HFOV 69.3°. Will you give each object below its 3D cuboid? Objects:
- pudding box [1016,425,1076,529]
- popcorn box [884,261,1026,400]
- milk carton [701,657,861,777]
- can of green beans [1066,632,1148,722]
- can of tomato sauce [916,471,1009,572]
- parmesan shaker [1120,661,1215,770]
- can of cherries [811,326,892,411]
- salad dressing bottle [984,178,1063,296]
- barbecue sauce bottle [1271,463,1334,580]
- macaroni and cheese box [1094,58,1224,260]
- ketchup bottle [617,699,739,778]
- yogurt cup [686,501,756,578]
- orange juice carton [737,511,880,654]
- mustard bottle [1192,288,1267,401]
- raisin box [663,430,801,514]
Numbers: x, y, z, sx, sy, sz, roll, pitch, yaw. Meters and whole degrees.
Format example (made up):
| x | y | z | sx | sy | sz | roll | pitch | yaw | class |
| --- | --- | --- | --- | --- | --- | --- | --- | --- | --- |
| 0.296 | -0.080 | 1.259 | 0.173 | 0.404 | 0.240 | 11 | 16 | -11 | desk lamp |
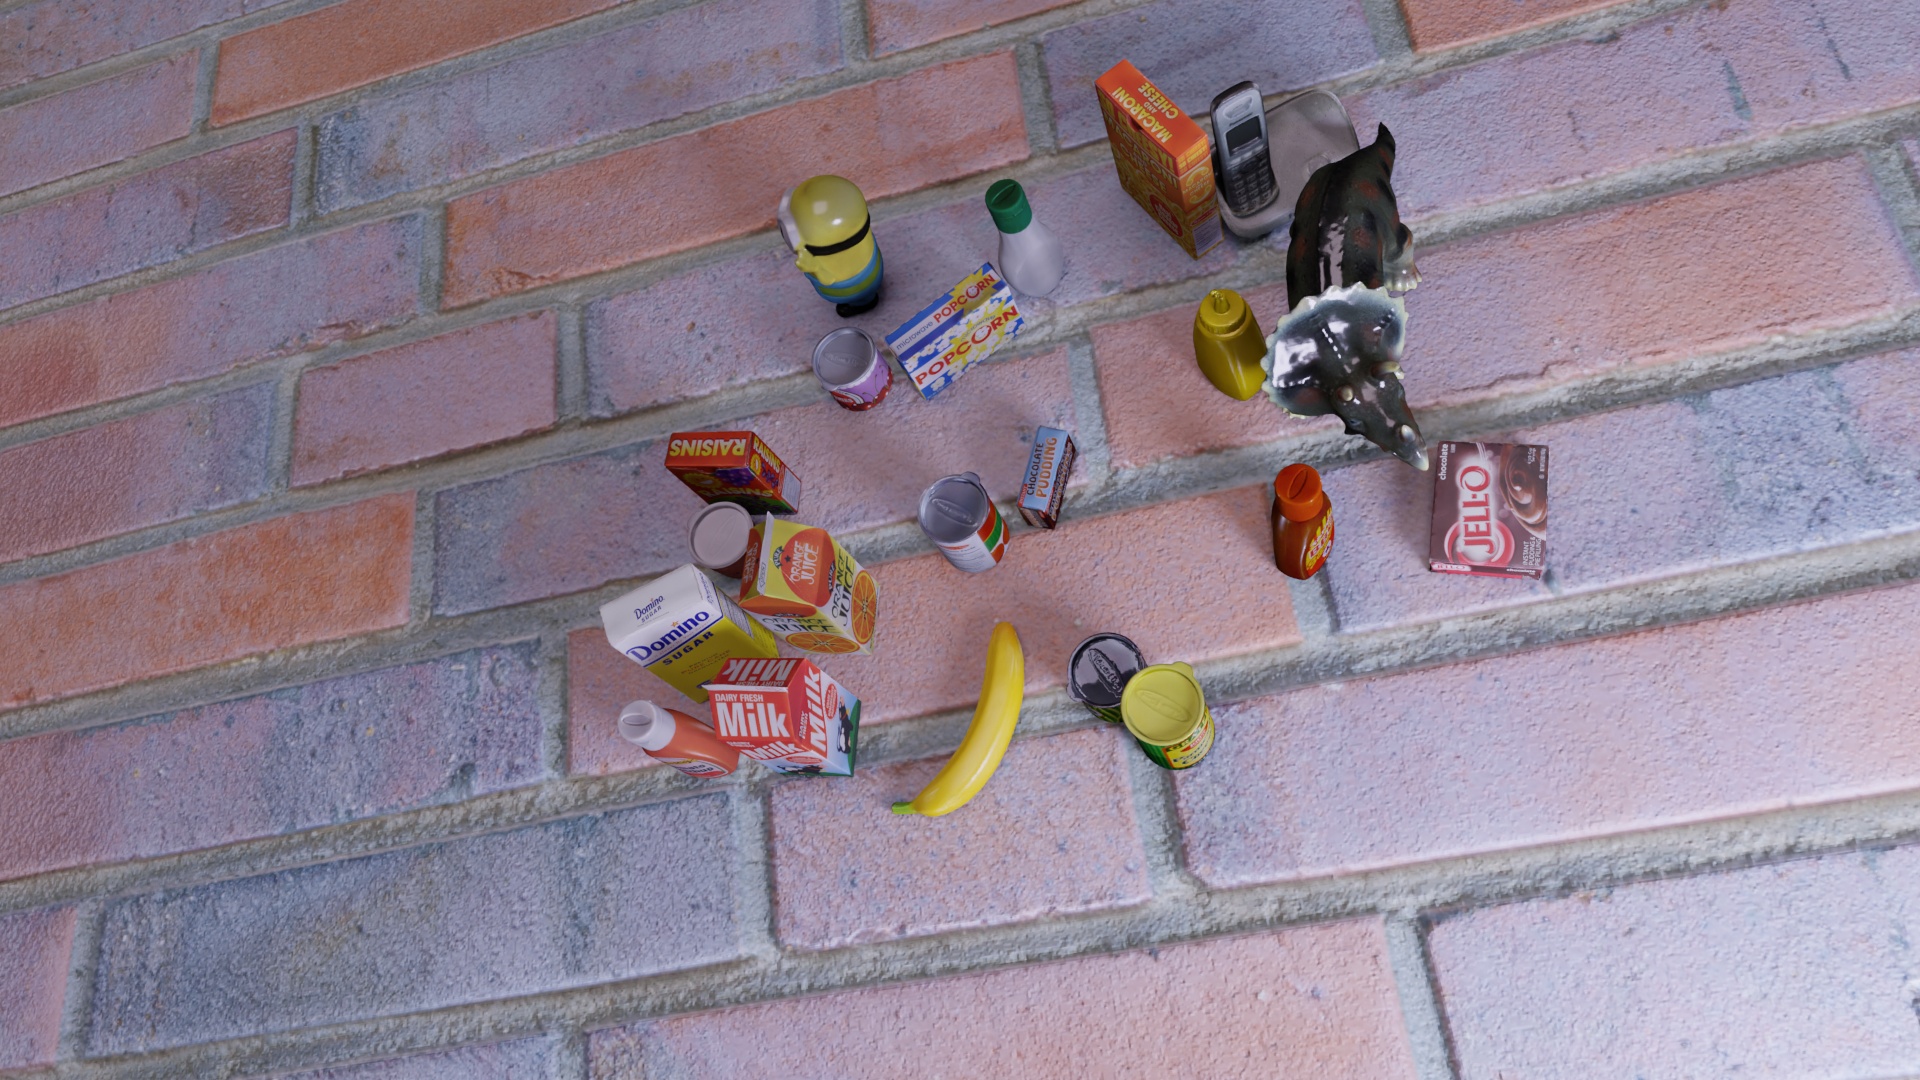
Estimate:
| x | y | z | sx | sy | sz | roll | pitch | yaw | class |
| --- | --- | --- | --- | --- | --- | --- | --- | --- | --- |
| 0.079 | -0.058 | 1.283 | 0.030 | 0.049 | 0.084 | 11 | 72 | 20 | pudding box |
| -0.004 | -0.201 | 1.345 | 0.127 | 0.085 | 0.038 | -37 | 64 | 0 | popcorn box |
| -0.150 | 0.148 | 1.187 | 0.072 | 0.190 | 0.073 | -2 | 69 | 16 | milk carton |
| 0.130 | 0.118 | 1.192 | 0.071 | 0.057 | 0.071 | -6 | 68 | 14 | can of green beans |
| 0.005 | -0.016 | 1.269 | 0.071 | 0.083 | 0.071 | -6 | 68 | 14 | can of tomato sauce |
| 0.174 | 0.145 | 1.143 | 0.071 | 0.103 | 0.071 | -6 | 68 | 14 | parmesan shaker |
| -0.108 | -0.167 | 1.376 | 0.071 | 0.058 | 0.072 | -6 | 68 | 14 | can of cherries |
| 0.059 | -0.289 | 1.327 | 0.064 | 0.147 | 0.044 | -40 | 64 | -2 | salad dressing bottle |
| 0.283 | -0.019 | 1.152 | 0.044 | 0.148 | 0.065 | 25 | 78 | 24 | barbecue sauce bottle |
| 0.189 | -0.354 | 1.306 | 0.040 | 0.166 | 0.124 | -38 | 64 | 0 | macaroni and cheese box |
| -0.252 | 0.175 | 1.230 | 0.065 | 0.148 | 0.044 | -1 | 69 | 16 | ketchup bottle |
| -0.223 | 0.003 | 1.344 | 0.072 | 0.054 | 0.072 | -6 | 67 | 14 | yogurt cup |
| -0.138 | 0.041 | 1.226 | 0.073 | 0.192 | 0.072 | 0 | 69 | 16 | orange juice carton |
| 0.237 | -0.180 | 1.225 | 0.065 | 0.160 | 0.049 | 39 | 84 | 26 | mustard bottle |
| -0.216 | -0.063 | 1.329 | 0.086 | 0.123 | 0.040 | 1 | 70 | 17 | raisin box |
